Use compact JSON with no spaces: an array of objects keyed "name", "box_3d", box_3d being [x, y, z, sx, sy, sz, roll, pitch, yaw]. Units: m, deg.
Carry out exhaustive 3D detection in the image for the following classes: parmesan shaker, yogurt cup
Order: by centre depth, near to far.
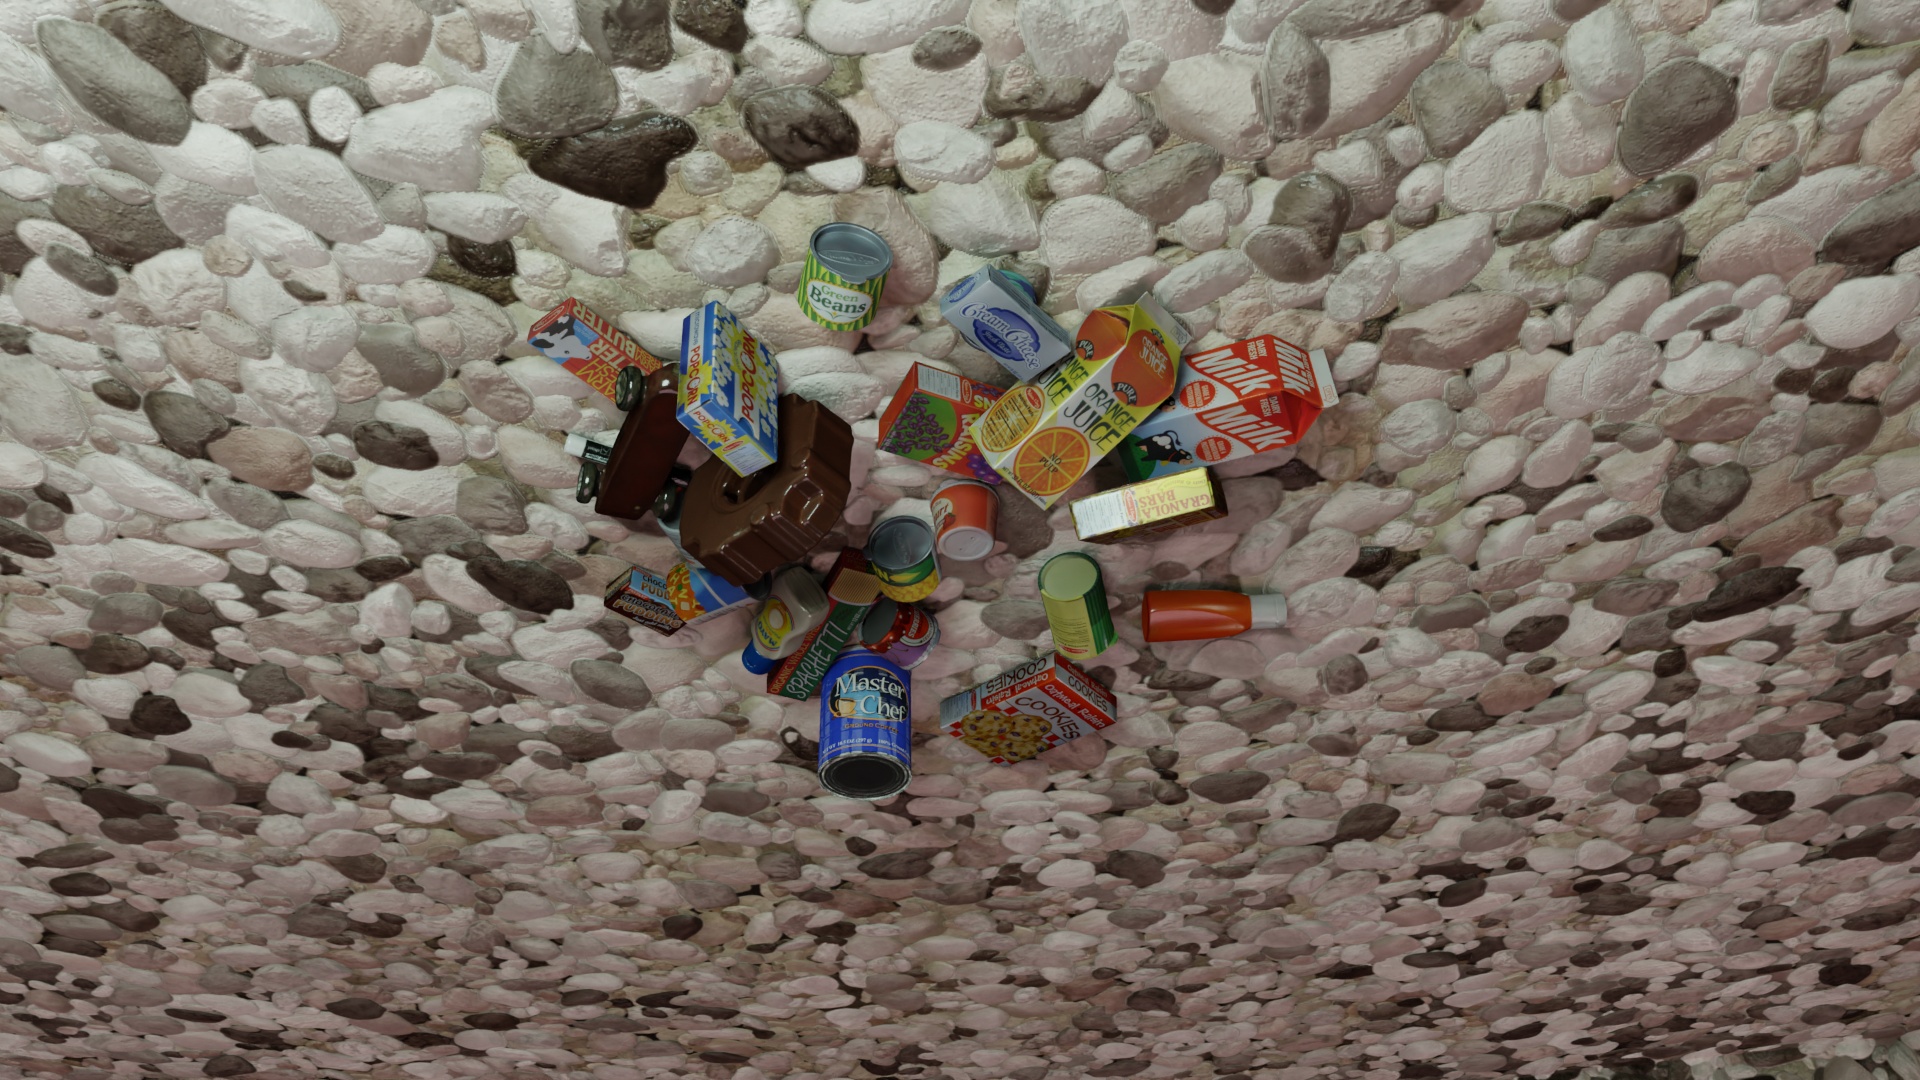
[{"name":"yogurt cup","box_3d":[0.005,-0.017,1.339,0.072,0.054,0.072,-2,141,-1]},{"name":"parmesan shaker","box_3d":[0.123,0.067,1.435,0.071,0.072,0.102,-9,139,8]}]

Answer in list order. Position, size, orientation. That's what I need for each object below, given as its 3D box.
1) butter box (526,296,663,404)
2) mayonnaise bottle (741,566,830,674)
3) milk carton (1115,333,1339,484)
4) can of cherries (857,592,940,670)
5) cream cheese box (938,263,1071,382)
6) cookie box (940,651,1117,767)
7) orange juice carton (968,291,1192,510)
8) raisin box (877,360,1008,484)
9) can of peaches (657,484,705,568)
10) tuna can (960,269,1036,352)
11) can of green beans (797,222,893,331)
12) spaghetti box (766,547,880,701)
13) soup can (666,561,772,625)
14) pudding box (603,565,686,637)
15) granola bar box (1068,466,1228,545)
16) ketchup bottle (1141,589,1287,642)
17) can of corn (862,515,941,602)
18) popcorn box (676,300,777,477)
[{"name":"butter box","box_3d":[-0.309,-0.159,1.178,0.053,0.024,0.103,-28,134,28]},{"name":"mayonnaise bottle","box_3d":[-0.188,0.091,1.456,0.041,0.065,0.147,-26,162,-43]},{"name":"milk carton","box_3d":[0.228,-0.119,1.212,0.190,0.073,0.073,-15,138,14]},{"name":"can of cherries","box_3d":[-0.064,0.094,1.459,0.071,0.072,0.058,-33,130,32]},{"name":"cream cheese box","box_3d":[0.037,-0.174,1.120,0.053,0.024,0.103,-33,131,29]},{"name":"cookie box","box_3d":[0.079,0.198,1.613,0.167,0.040,0.122,-27,134,28]},{"name":"orange juice carton","box_3d":[0.106,-0.124,1.176,0.192,0.073,0.071,-43,128,12]},{"name":"raisin box","box_3d":[-0.001,-0.104,1.246,0.123,0.040,0.085,15,136,-21]},{"name":"can of peaches","box_3d":[-0.245,-0.018,1.320,0.071,0.071,0.057,-14,138,14]},{"name":"tuna can","box_3d":[0.029,-0.191,1.147,0.071,0.033,0.070,-1,140,-1]},{"name":"can of green beans","box_3d":[-0.092,-0.207,1.096,0.071,0.071,0.057,9,139,-13]},{"name":"spaghetti box","box_3d":[-0.146,0.095,1.487,0.050,0.029,0.248,16,137,-19]},{"name":"soup can","box_3d":[-0.242,0.039,1.389,0.083,0.072,0.071,-21,137,22]},{"name":"pudding box","box_3d":[-0.320,0.063,1.439,0.049,0.030,0.083,-34,131,31]},{"name":"granola bar box","box_3d":[0.176,-0.030,1.276,0.124,0.039,0.165,-14,175,14]},{"name":"ketchup bottle","box_3d":[0.269,0.078,1.474,0.149,0.044,0.064,-3,141,0]},{"name":"can of corn","box_3d":[-0.057,0.020,1.369,0.071,0.071,0.058,-7,140,5]},{"name":"popcorn box","box_3d":[-0.190,-0.126,1.142,0.038,0.127,0.085,-25,135,19]}]
